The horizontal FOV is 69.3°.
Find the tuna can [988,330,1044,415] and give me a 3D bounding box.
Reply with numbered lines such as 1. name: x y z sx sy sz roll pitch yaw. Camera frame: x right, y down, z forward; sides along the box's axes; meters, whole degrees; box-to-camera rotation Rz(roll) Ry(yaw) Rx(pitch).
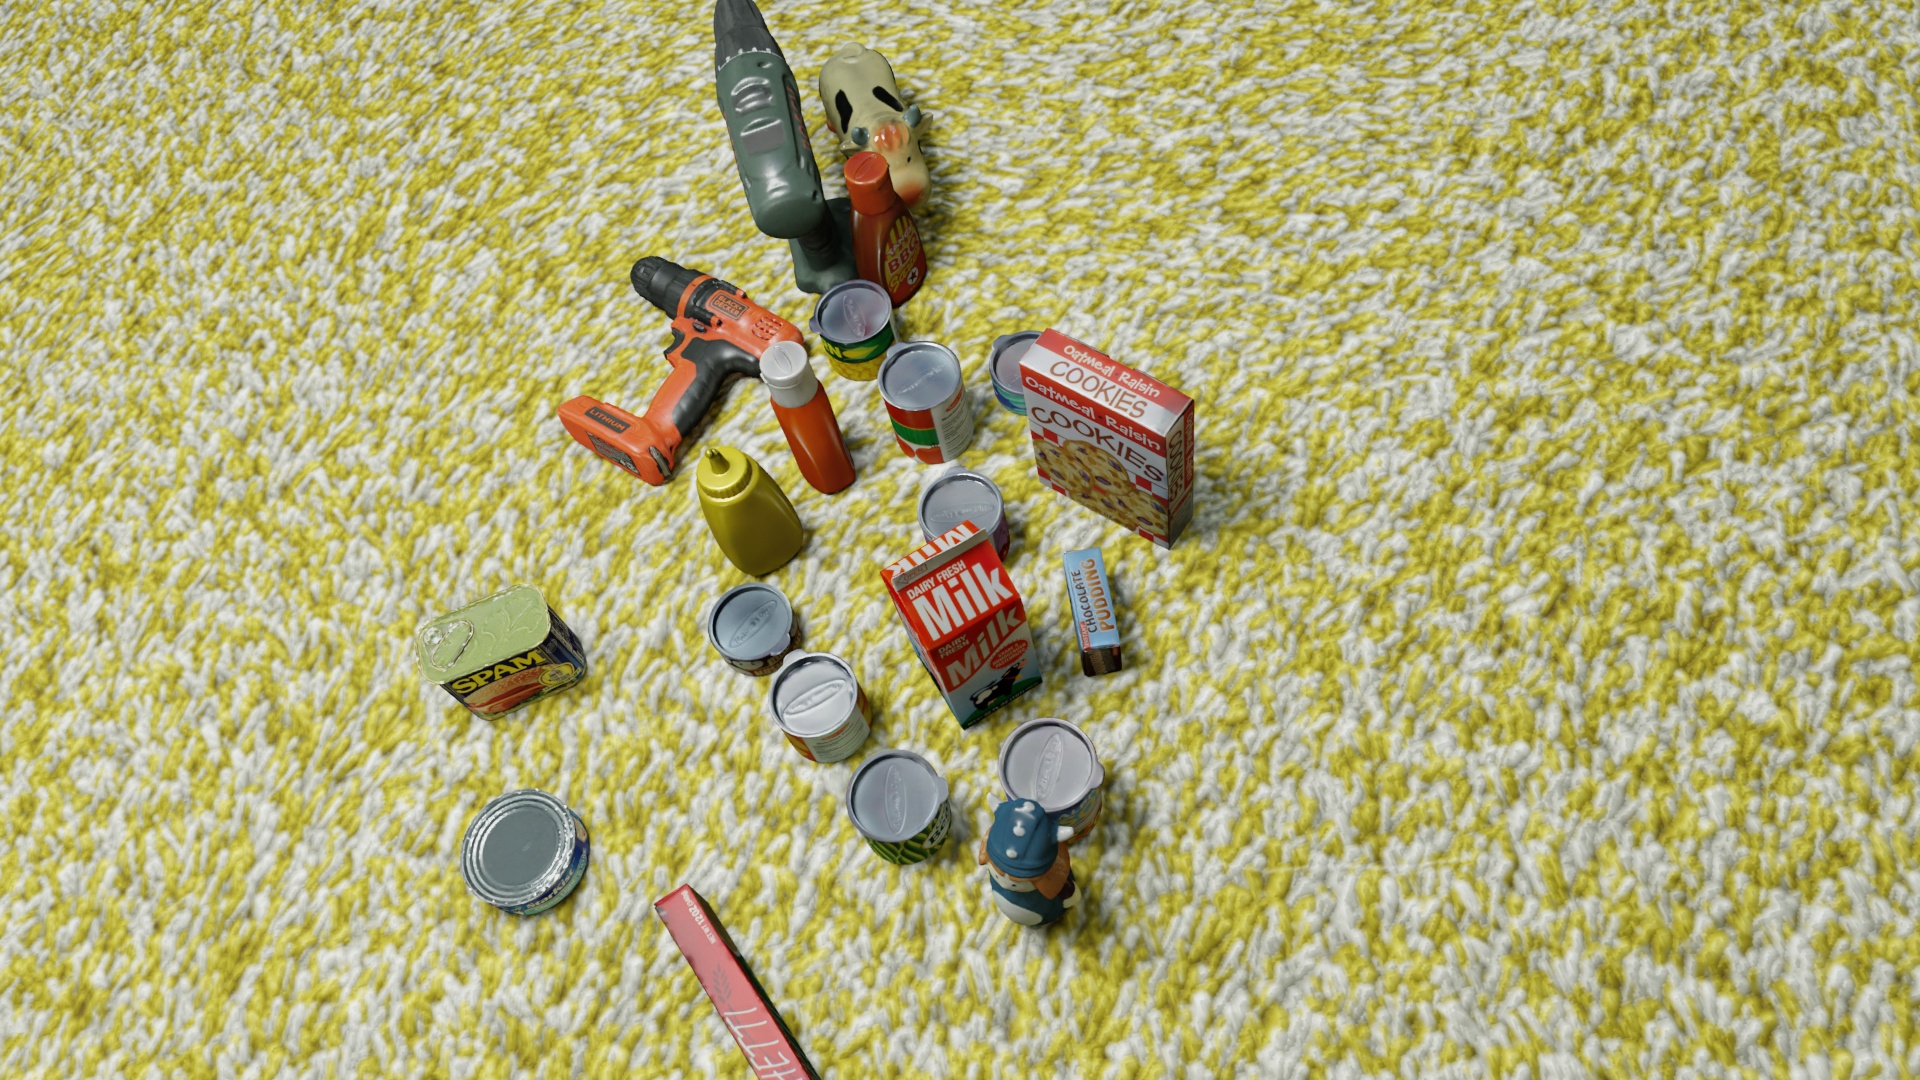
1. tuna can: 0.056 -0.140 1.150 0.071 0.032 0.071 -4 61 7

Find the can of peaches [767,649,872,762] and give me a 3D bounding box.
1. can of peaches: -0.102 0.121 1.015 0.071 0.057 0.071 -4 61 7

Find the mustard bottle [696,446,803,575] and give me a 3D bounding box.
1. mustard bottle: -0.166 -0.031 1.051 0.065 0.159 0.049 -32 62 -9

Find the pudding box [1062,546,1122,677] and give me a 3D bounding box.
1. pudding box: 0.097 0.052 1.027 0.030 0.049 0.084 -10 60 3

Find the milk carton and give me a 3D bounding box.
1. milk carton: 0.000 0.053 0.961 0.072 0.189 0.073 -30 61 -8

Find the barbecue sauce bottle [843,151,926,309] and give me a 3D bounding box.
1. barbecue sauce bottle: -0.066 -0.263 1.172 0.044 0.148 0.065 27 69 21

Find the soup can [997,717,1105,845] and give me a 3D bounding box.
1. soup can: 0.065 0.167 0.948 0.071 0.083 0.071 -4 61 7

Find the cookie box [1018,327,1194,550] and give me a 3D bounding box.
1. cookie box: 0.111 -0.073 1.027 0.123 0.166 0.040 30 70 22

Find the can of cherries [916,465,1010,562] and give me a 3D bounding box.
1. can of cherries: 0.004 -0.013 1.073 0.071 0.058 0.072 -4 61 7

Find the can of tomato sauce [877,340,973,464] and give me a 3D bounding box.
1. can of tomato sauce: -0.028 -0.111 1.118 0.071 0.082 0.071 -4 61 7

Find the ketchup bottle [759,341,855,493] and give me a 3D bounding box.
1. ketchup bottle: -0.121 -0.098 1.088 0.043 0.148 0.065 -30 61 -7

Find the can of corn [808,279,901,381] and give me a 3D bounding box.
1. can of corn: -0.089 -0.176 1.179 0.071 0.058 0.071 -4 61 7

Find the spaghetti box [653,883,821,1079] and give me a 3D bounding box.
1. spaghetti box: -0.122 0.334 0.904 0.029 0.050 0.251 -36 62 -11

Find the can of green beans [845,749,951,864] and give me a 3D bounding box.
1. can of green beans: -0.042 0.187 0.969 0.071 0.057 0.071 -4 61 7

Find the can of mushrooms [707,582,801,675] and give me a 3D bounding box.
1. can of mushrooms: -0.156 0.070 1.066 0.071 0.033 0.071 -4 61 7
